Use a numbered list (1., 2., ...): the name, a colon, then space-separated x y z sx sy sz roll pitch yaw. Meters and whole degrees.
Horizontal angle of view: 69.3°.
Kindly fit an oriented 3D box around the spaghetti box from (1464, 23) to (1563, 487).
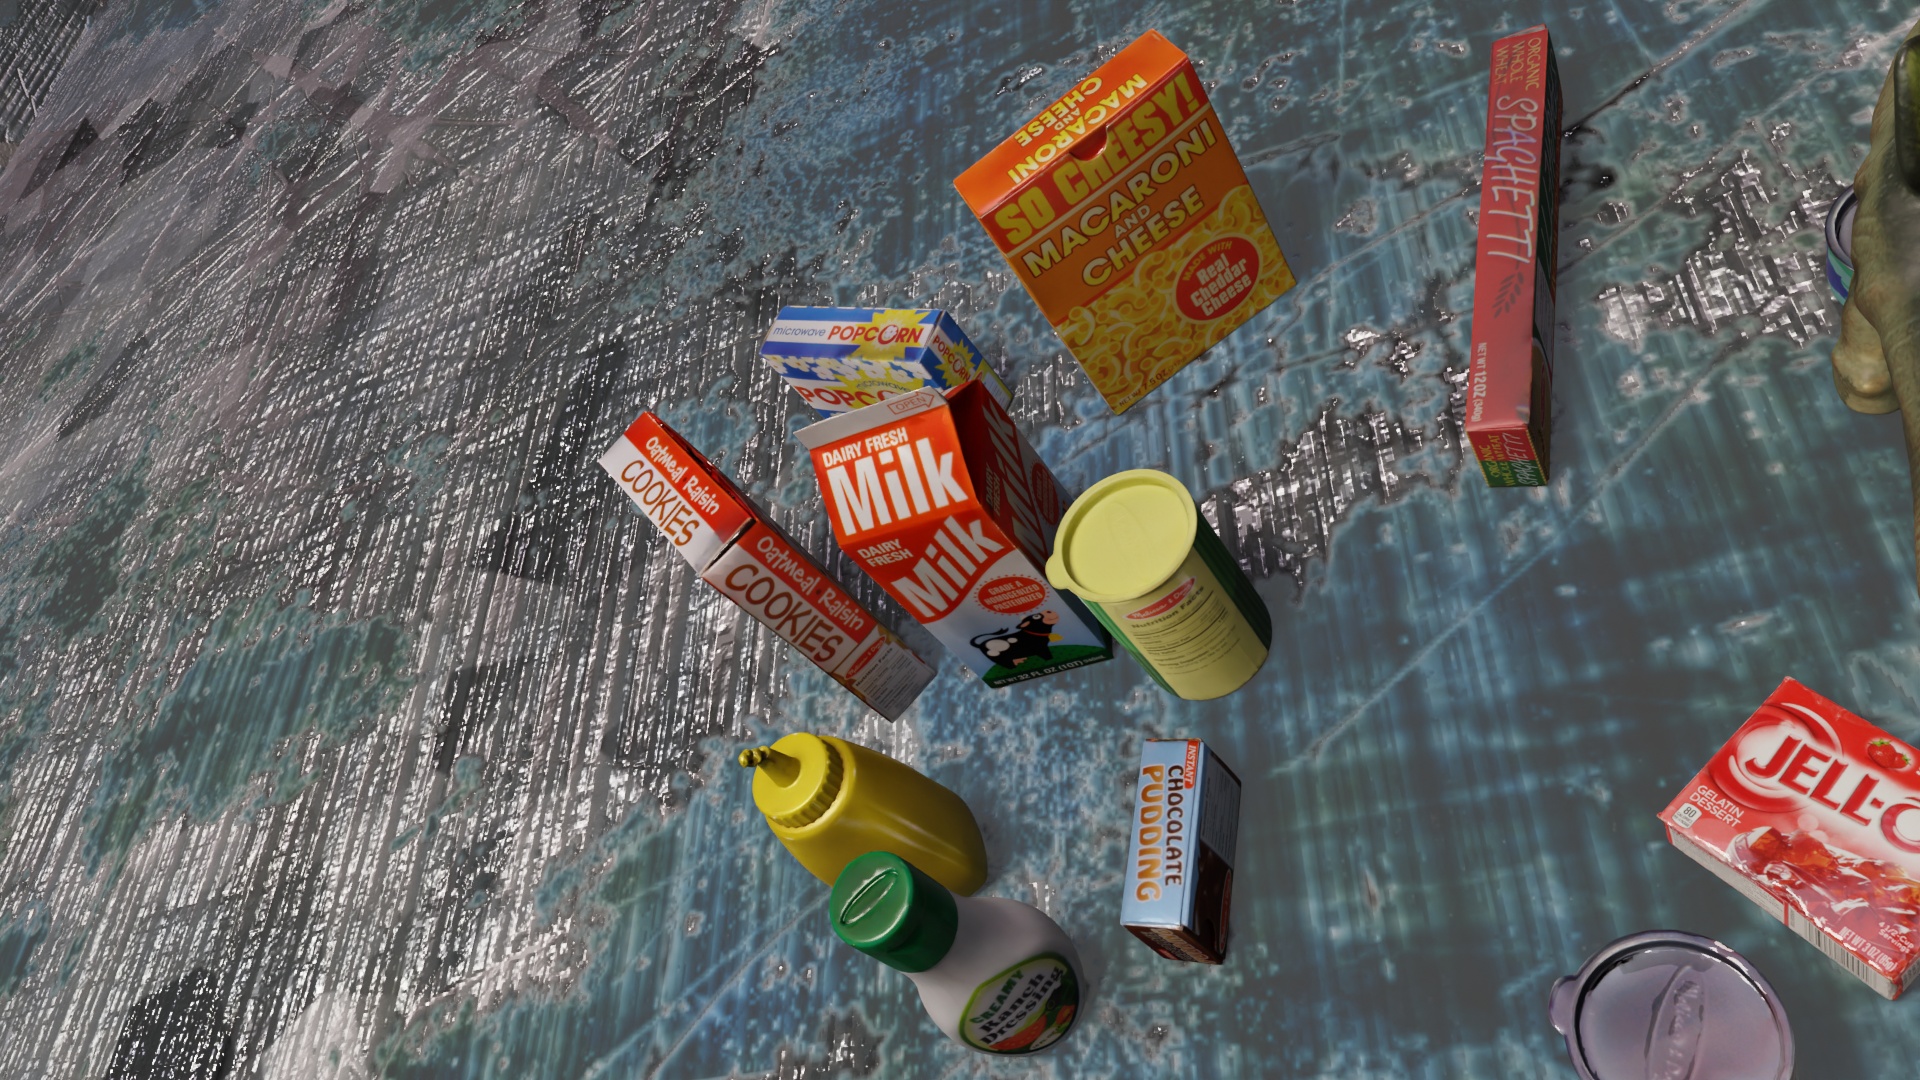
1. spaghetti box: 0.269 -0.143 0.669 0.028 0.050 0.251 -4 58 31

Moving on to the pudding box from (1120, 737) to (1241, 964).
1. pudding box: 0.095 0.132 0.592 0.030 0.049 0.084 -7 56 30

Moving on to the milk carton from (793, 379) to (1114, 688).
1. milk carton: 0.002 -0.008 0.653 0.072 0.190 0.074 -17 52 23

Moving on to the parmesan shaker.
1. parmesan shaker: 0.092 0.024 0.632 0.071 0.103 0.071 -17 52 23

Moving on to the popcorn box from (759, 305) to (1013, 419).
1. popcorn box: -0.045 -0.098 0.819 0.126 0.085 0.038 8 65 37

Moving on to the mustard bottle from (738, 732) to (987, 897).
1. mustard bottle: -0.047 0.121 0.615 0.065 0.160 0.049 -28 48 15

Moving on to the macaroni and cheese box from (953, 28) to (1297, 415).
1. macaroni and cheese box: 0.090 -0.157 0.716 0.123 0.166 0.040 -37 47 6

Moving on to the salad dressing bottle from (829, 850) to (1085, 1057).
1. salad dressing bottle: 0.001 0.167 0.561 0.064 0.147 0.044 -43 46 0

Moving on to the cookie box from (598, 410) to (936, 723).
1. cookie box: -0.098 0.015 0.718 0.040 0.167 0.123 -48 46 -4

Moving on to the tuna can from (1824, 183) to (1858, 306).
1. tuna can: 0.402 -0.122 0.581 0.071 0.032 0.071 -17 52 23

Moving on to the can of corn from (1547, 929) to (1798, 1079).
1. can of corn: 0.239 0.171 0.465 0.071 0.058 0.071 -17 52 23
